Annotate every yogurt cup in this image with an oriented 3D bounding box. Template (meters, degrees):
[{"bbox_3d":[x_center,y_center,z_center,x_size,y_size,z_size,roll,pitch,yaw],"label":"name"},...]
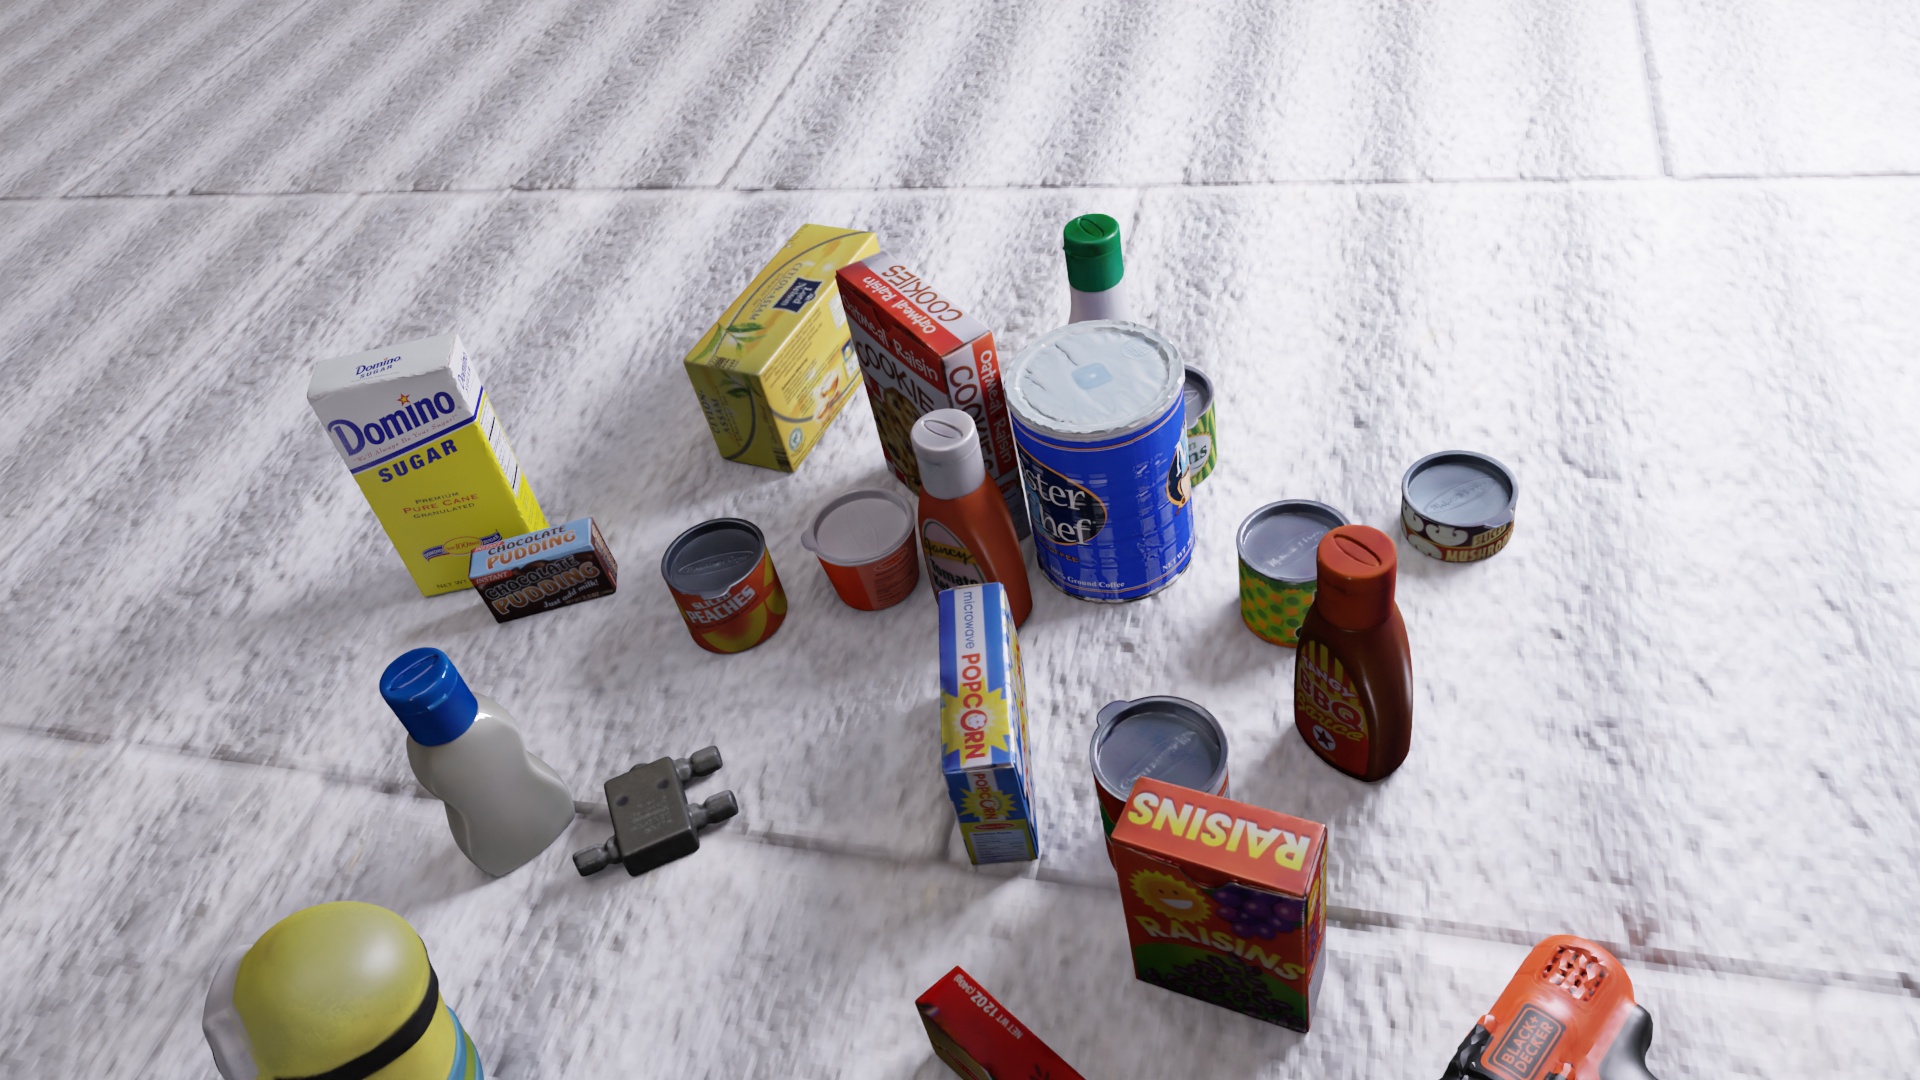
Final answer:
[{"bbox_3d":[-0.058,0.007,0.876,0.072,0.053,0.073,-7,44,7],"label":"yogurt cup"}]

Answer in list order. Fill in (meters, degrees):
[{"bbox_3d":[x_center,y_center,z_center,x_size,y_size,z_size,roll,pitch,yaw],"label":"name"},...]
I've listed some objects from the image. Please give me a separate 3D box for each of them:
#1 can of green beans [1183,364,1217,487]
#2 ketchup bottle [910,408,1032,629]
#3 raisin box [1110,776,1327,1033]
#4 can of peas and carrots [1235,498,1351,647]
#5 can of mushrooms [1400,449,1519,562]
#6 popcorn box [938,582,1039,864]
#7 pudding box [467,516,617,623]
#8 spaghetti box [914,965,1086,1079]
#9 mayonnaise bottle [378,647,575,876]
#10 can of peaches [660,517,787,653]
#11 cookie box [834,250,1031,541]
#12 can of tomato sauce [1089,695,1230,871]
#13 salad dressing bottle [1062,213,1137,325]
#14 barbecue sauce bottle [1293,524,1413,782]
[{"bbox_3d":[0.134,-0.073,0.909,0.071,0.057,0.071,-7,44,7],"label":"can of green beans"},{"bbox_3d":[0.003,-0.010,0.810,0.065,0.148,0.044,23,55,32],"label":"ketchup bottle"},{"bbox_3d":[0.118,0.165,0.622,0.086,0.122,0.040,12,49,24],"label":"raisin box"},{"bbox_3d":[0.195,0.020,0.798,0.071,0.058,0.071,-7,44,7],"label":"can of peas and carrots"},{"bbox_3d":[0.299,-0.019,0.831,0.071,0.033,0.071,-7,44,7],"label":"can of mushrooms"},{"bbox_3d":[0.015,0.096,0.744,0.038,0.084,0.127,-8,44,6],"label":"popcorn box"},{"bbox_3d":[-0.275,0.019,0.918,0.084,0.049,0.030,-15,44,-2],"label":"pudding box"},{"bbox_3d":[0.077,0.272,0.576,0.029,0.050,0.250,-39,49,-24],"label":"spaghetti box"},{"bbox_3d":[-0.261,0.117,0.744,0.065,0.147,0.041,-38,49,-24],"label":"mayonnaise bottle"},{"bbox_3d":[-0.147,0.030,0.870,0.071,0.057,0.071,-7,44,7],"label":"can of peaches"},{"bbox_3d":[-0.017,-0.084,0.877,0.040,0.166,0.123,-31,46,-18],"label":"cookie box"},{"bbox_3d":[0.100,0.128,0.693,0.071,0.082,0.071,-7,44,7],"label":"can of tomato sauce"},{"bbox_3d":[0.095,-0.146,0.928,0.044,0.147,0.064,-25,45,-12],"label":"salad dressing bottle"},{"bbox_3d":[0.197,0.056,0.696,0.044,0.147,0.065,-32,47,-19],"label":"barbecue sauce bottle"}]
